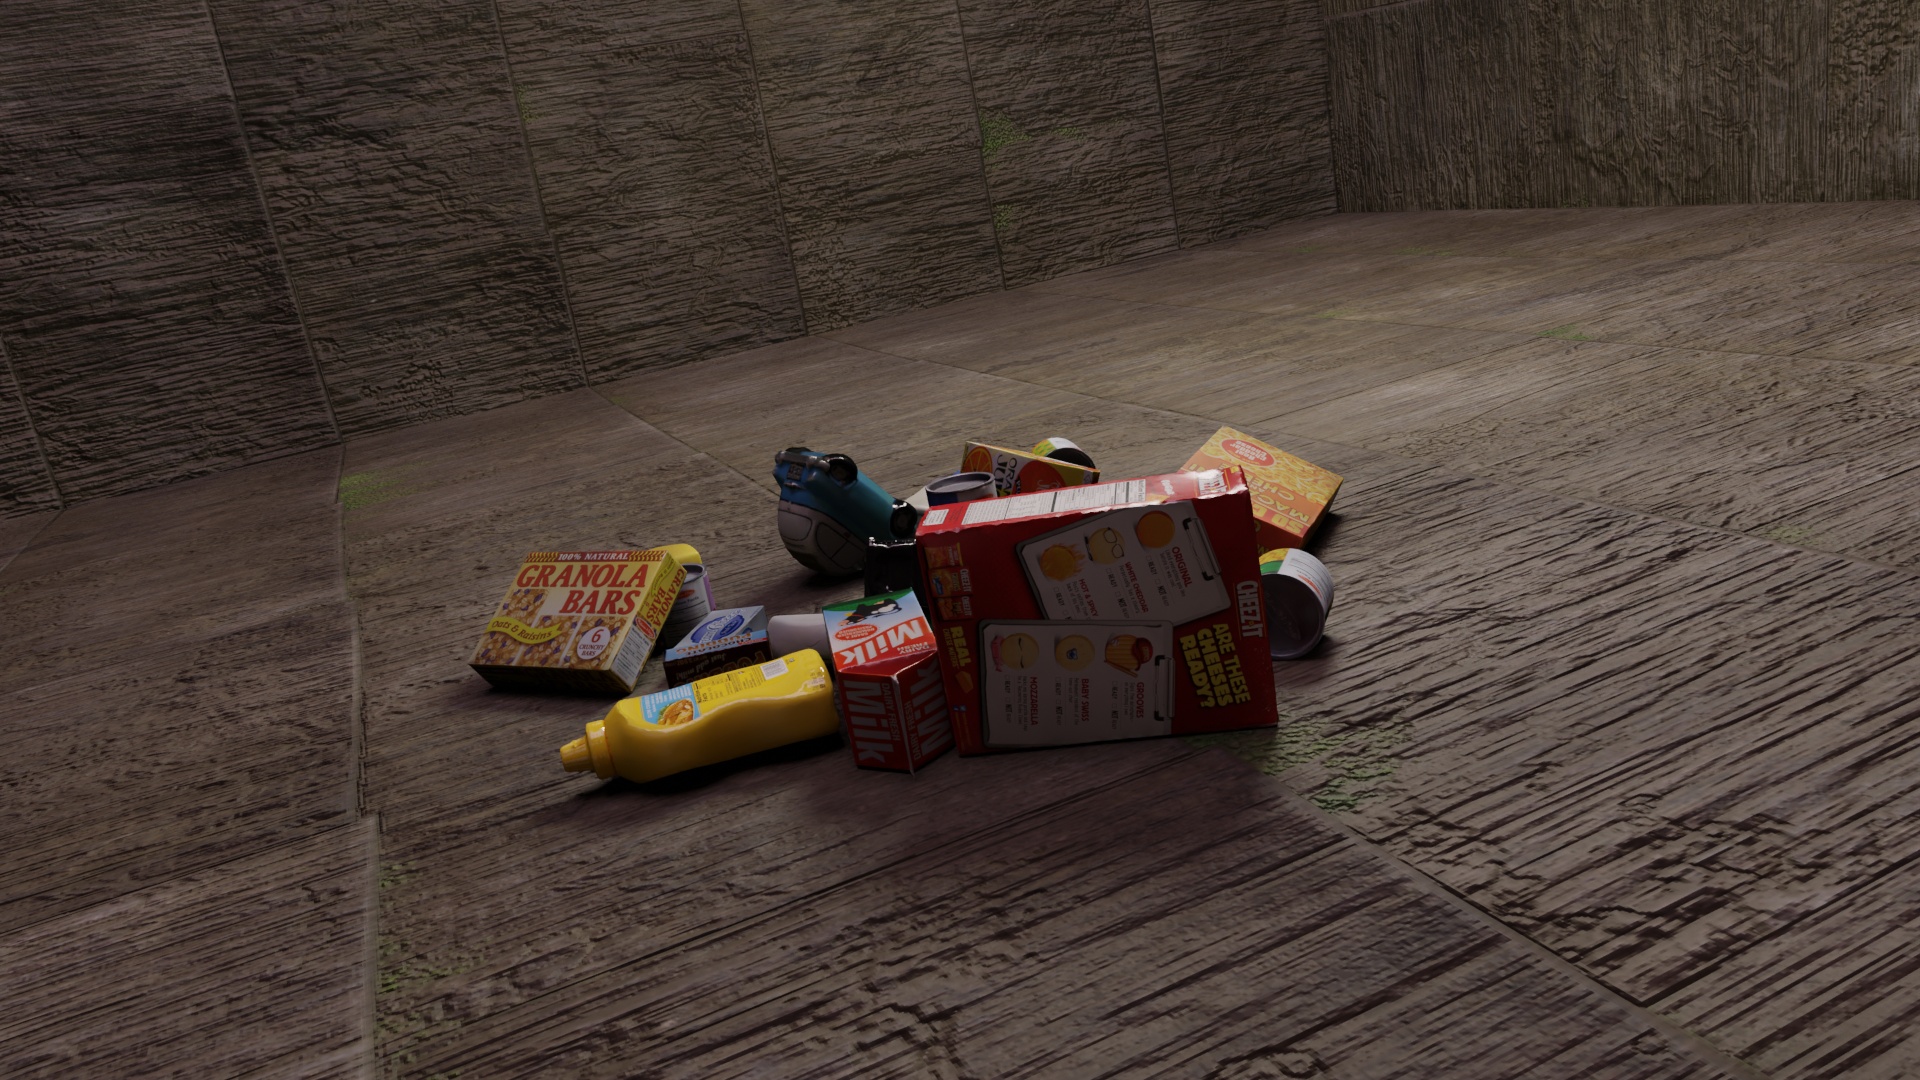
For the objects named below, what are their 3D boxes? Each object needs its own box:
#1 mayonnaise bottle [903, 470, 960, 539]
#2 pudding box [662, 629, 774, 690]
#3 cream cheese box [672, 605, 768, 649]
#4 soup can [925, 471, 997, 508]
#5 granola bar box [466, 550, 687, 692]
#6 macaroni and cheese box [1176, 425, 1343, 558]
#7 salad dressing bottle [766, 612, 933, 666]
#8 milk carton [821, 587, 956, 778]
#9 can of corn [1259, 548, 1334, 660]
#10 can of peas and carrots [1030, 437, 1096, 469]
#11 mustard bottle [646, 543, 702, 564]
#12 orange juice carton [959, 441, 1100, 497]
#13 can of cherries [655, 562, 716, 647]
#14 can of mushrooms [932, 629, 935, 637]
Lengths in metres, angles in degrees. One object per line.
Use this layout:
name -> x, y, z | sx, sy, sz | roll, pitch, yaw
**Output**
mayonnaise bottle -> -0.020, -0.039, 1.481 | 0.065, 0.041, 0.149 | 1, 18, 23
pudding box -> -0.187, 0.105, 1.088 | 0.084, 0.049, 0.030 | -11, 15, -6
cream cheese box -> -0.209, 0.087, 1.202 | 0.053, 0.024, 0.104 | -7, 17, 15
soup can -> 0.005, -0.016, 1.314 | 0.071, 0.083, 0.071 | -9, 16, 3
granola bar box -> -0.333, 0.069, 1.212 | 0.165, 0.039, 0.125 | -1, 53, 29
macaroni and cheese box -> 0.260, -0.039, 1.233 | 0.124, 0.040, 0.167 | 26, 30, 16
salad dressing bottle -> -0.080, 0.079, 1.116 | 0.147, 0.044, 0.064 | -3, -5, 12
milk carton -> -0.051, 0.099, 0.986 | 0.073, 0.072, 0.191 | -12, 17, -6
can of corn -> 0.232, 0.046, 1.007 | 0.071, 0.071, 0.058 | -3, 17, 24
can of peas and carrots -> 0.104, -0.070, 1.469 | 0.071, 0.070, 0.059 | -12, 16, -5
mustard bottle -> -0.334, 0.048, 1.366 | 0.161, 0.048, 0.065 | -21, 19, -30
orange juice carton -> 0.072, -0.046, 1.357 | 0.073, 0.071, 0.193 | 9, 6, -28
can of cherries -> -0.258, 0.058, 1.269 | 0.071, 0.058, 0.072 | -10, 17, 3
can of mushrooms -> 0.014, 0.079, 1.020 | 0.033, 0.071, 0.071 | -21, 20, -38
